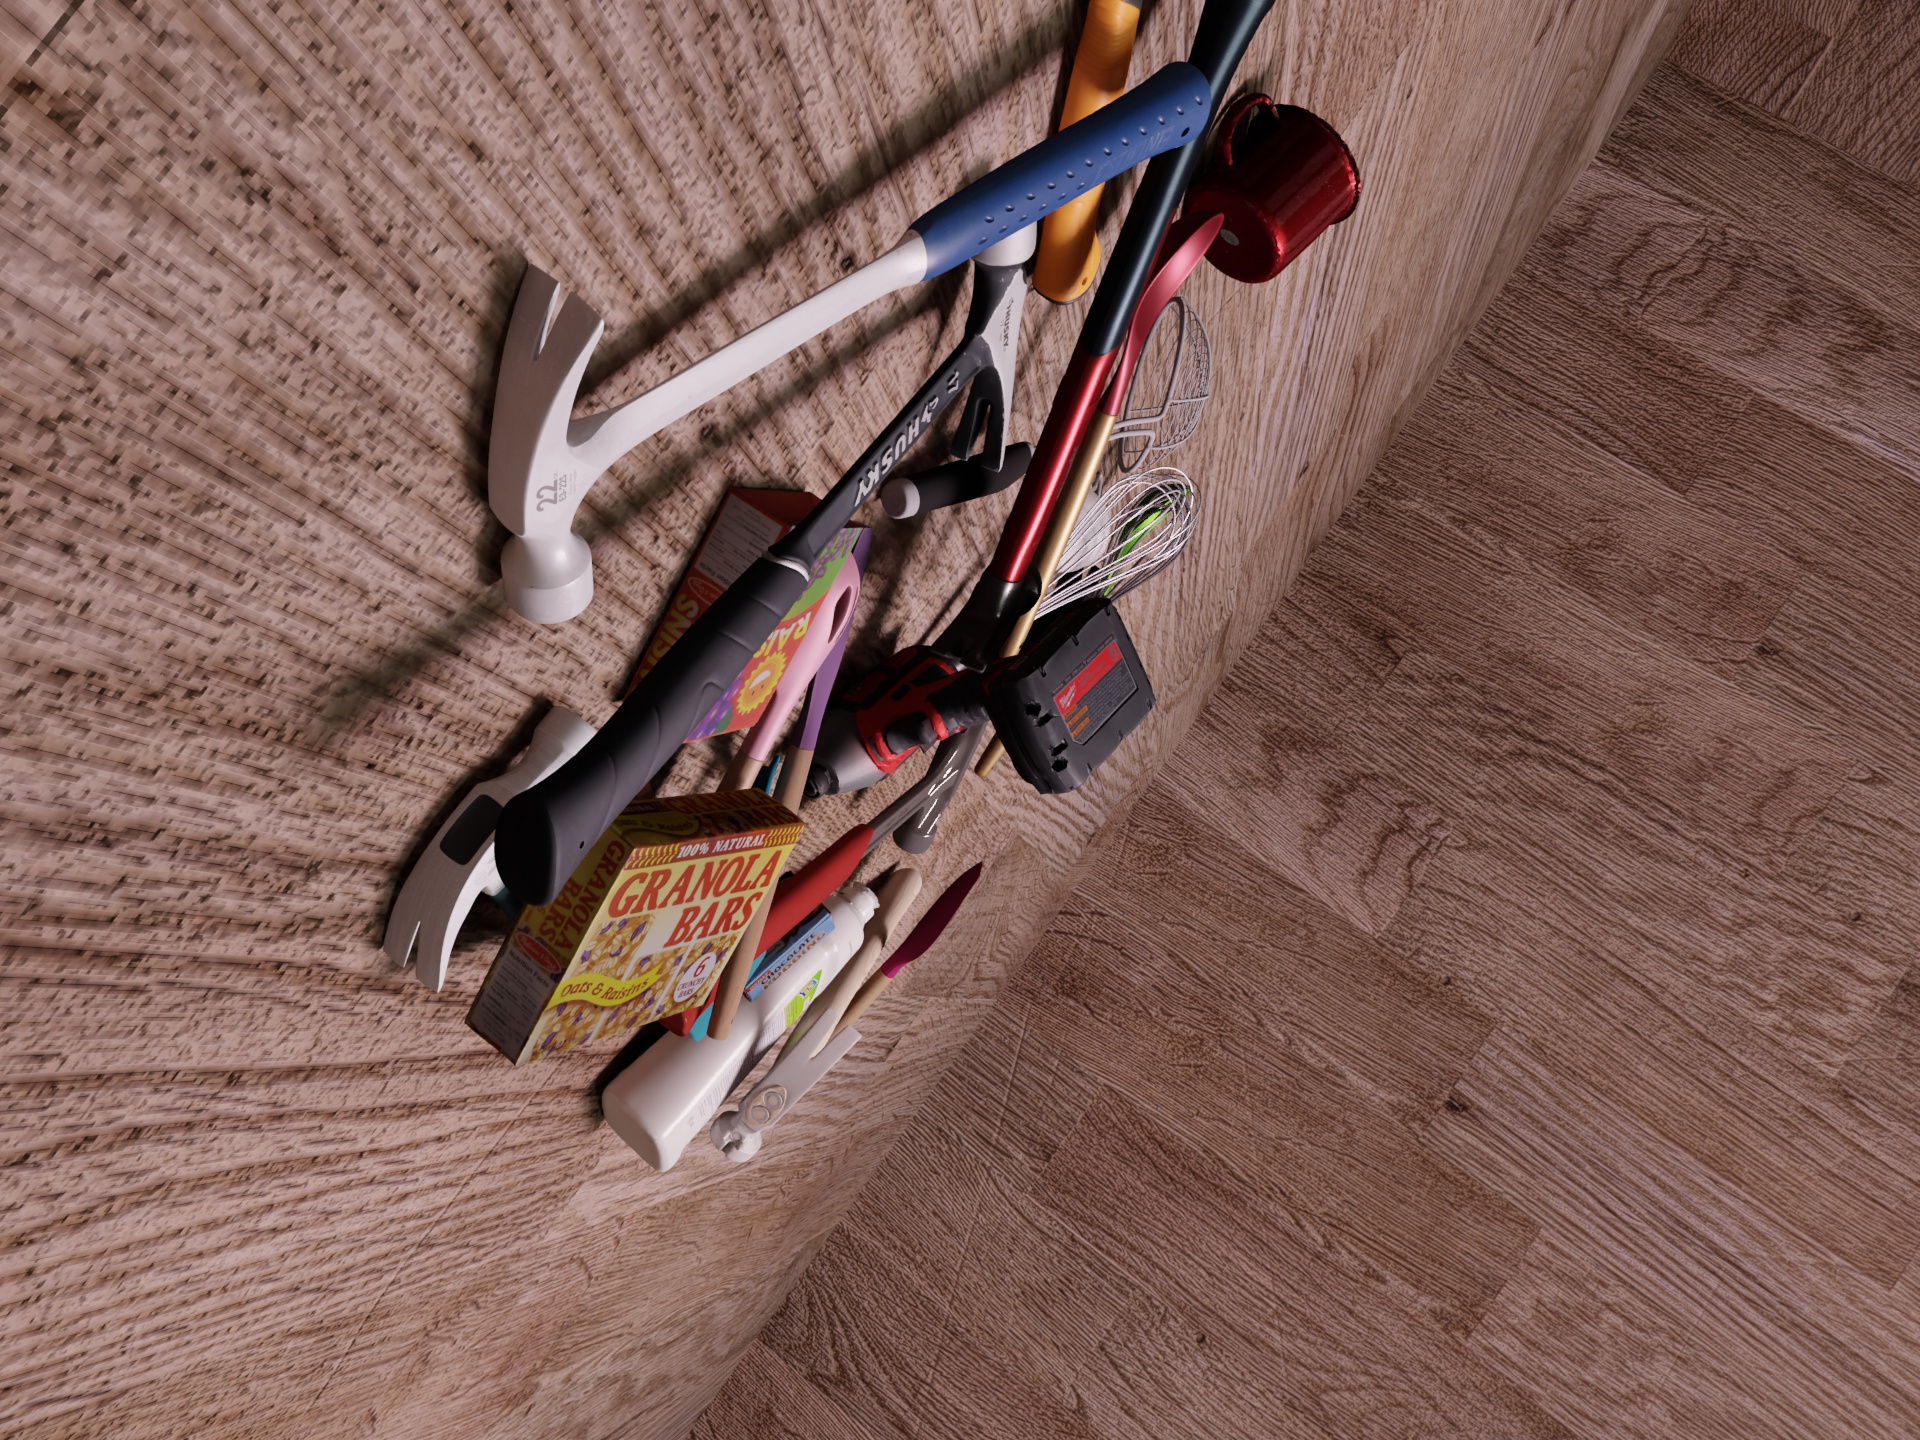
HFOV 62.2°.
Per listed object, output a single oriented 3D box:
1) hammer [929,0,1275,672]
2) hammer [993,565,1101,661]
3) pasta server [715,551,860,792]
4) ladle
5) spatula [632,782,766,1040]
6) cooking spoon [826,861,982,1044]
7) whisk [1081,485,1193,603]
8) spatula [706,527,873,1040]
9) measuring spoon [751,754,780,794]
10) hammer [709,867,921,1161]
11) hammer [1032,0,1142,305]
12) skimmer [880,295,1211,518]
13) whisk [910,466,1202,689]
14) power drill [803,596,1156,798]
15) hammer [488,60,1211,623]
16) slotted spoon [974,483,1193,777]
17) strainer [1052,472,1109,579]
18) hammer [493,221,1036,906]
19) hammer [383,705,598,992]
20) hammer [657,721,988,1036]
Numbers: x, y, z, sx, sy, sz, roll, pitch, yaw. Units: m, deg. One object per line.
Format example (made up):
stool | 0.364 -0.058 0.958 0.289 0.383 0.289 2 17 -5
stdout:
hammer | 0.075 -0.207 0.854 0.143 0.038 0.386 -55 168 -64
hammer | 0.019 -0.039 1.290 0.335 0.035 0.146 -35 157 -56
pasta server | -0.133 0.038 0.877 0.316 0.040 0.060 -61 166 12
ladle | 0.082 -0.168 0.980 0.069 0.031 0.315 -35 152 -56
spatula | -0.168 0.111 0.971 0.082 0.044 0.317 -53 166 -24
cooking spoon | -0.079 0.236 1.389 0.319 0.017 0.069 -50 -171 22
whisk | 0.107 -0.095 1.256 0.055 0.055 0.239 -39 169 -51
spatula | -0.100 0.040 0.925 0.060 0.018 0.316 -49 156 -81
measuring spoon | -0.122 0.036 0.940 0.128 0.021 0.042 131 -24 -73
hammer | -0.088 0.208 1.328 0.146 0.038 0.411 -48 -177 21
hammer | 0.067 -0.319 0.752 0.127 0.034 0.336 -50 166 -25
skimmer | 0.055 -0.196 1.036 0.363 0.090 0.127 -26 146 -45
whisk | 0.054 -0.088 1.146 0.284 0.070 0.070 -37 166 -1
power drill | -0.002 -0.003 0.997 0.220 0.078 0.143 -8 -155 44
hammer | -0.025 -0.191 0.655 0.405 0.035 0.144 -40 161 -31
slotted spoon | 0.094 -0.074 1.331 0.313 0.031 0.070 -57 167 23
strainer | 0.051 -0.106 1.228 0.258 0.050 0.086 -45 148 -26
hammer | -0.068 -0.076 0.703 0.409 0.036 0.149 -55 159 -37
hammer | -0.212 0.109 0.829 0.128 0.033 0.330 -51 167 -20
hammer | -0.089 0.098 1.076 0.359 0.037 0.149 -38 157 -54
